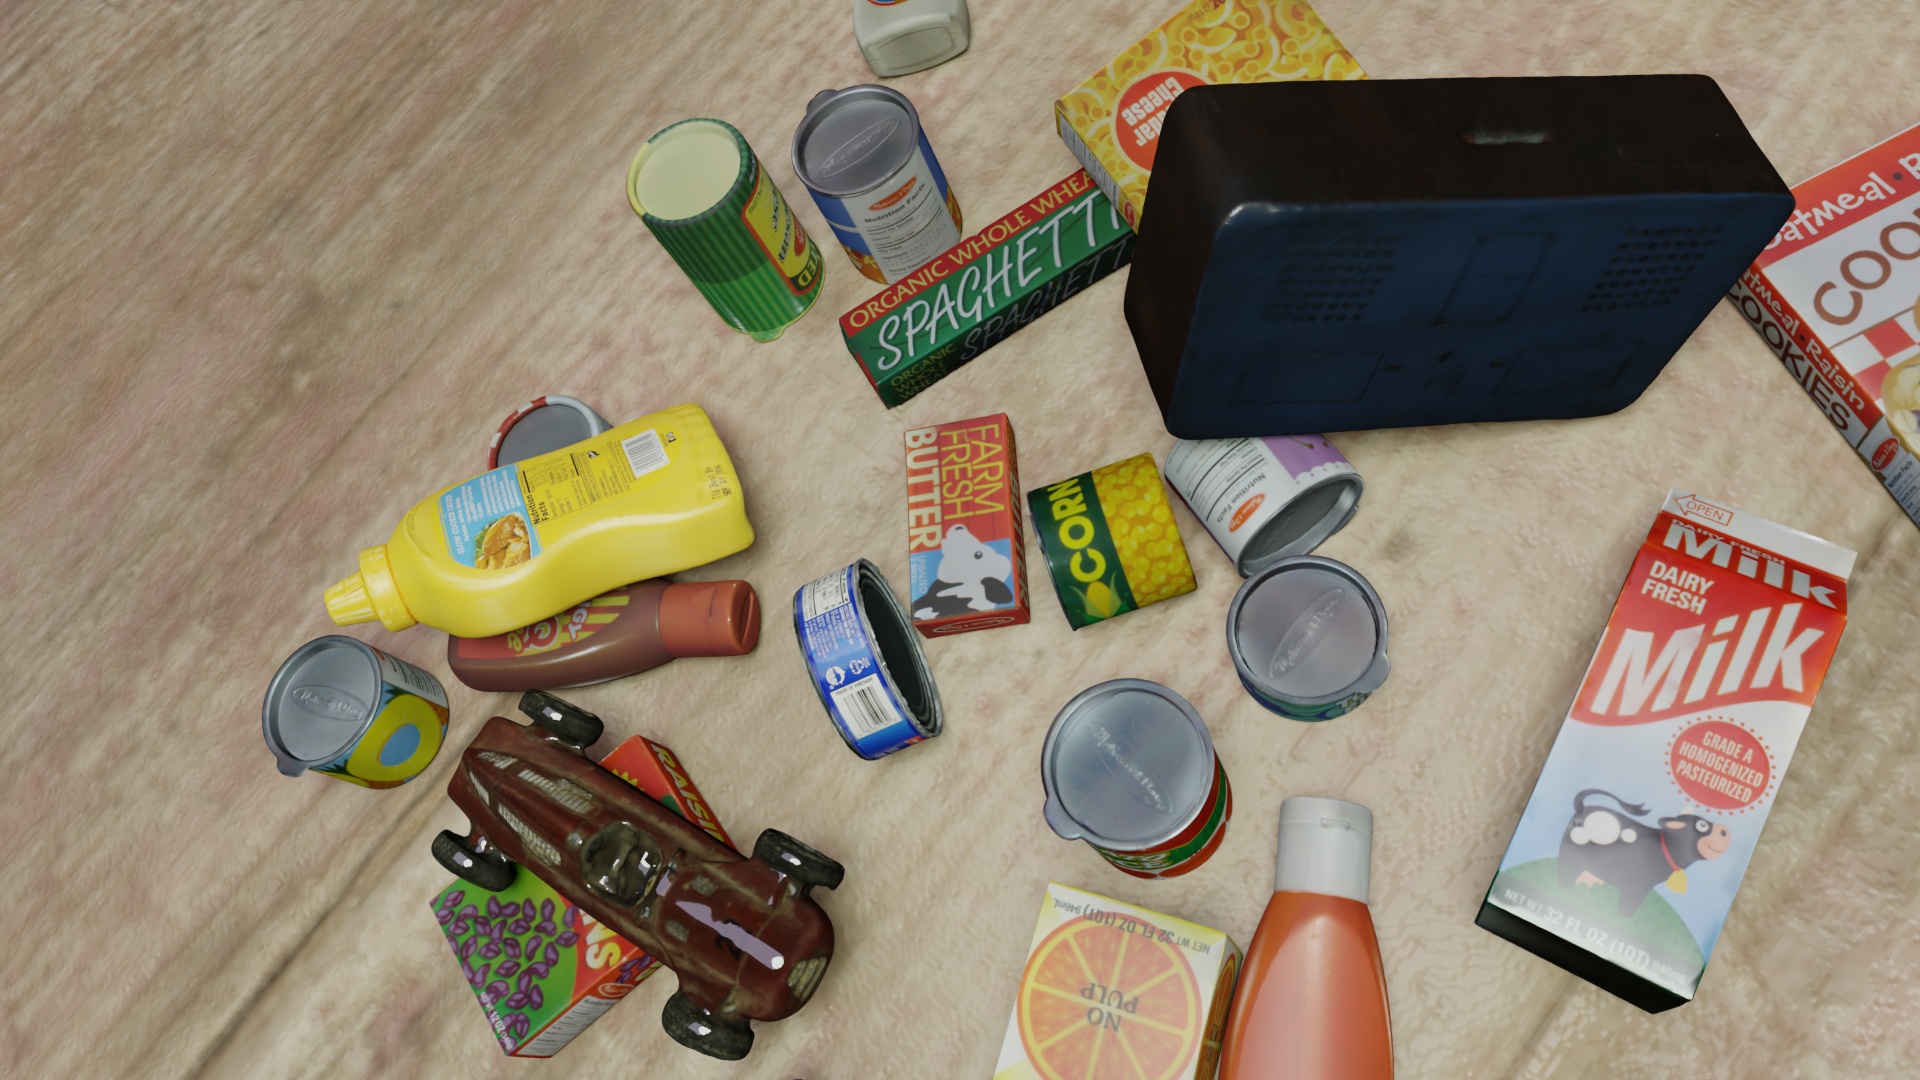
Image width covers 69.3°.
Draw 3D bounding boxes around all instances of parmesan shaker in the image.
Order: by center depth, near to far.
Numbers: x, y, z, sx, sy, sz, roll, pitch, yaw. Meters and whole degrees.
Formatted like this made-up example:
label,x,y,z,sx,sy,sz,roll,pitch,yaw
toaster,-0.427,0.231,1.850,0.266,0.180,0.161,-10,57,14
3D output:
label,x,y,z,sx,sy,sz,roll,pitch,yaw
parmesan shaker,-0.118,-0.158,0.715,0.071,0.103,0.071,-6,67,14

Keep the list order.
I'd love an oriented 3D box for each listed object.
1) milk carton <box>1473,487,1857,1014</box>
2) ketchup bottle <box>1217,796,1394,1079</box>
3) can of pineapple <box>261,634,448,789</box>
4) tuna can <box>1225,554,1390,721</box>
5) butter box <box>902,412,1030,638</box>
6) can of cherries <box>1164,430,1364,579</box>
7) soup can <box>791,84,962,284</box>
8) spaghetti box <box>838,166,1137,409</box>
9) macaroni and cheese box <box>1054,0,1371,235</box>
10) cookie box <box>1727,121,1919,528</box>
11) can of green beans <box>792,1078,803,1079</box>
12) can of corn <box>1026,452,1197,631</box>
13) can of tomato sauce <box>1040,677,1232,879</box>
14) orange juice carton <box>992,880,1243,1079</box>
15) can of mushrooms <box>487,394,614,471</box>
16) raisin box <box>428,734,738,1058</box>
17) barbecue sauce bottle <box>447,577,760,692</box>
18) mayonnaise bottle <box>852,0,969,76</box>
label,x,y,z,sx,sy,sz,roll,pitch,yaw
milk carton,0.267,0.072,0.522,0.072,0.073,0.191,25,77,24
ketchup bottle,0.135,0.175,0.533,0.065,0.043,0.149,9,70,5
can of pineapple,-0.301,0.088,0.691,0.071,0.057,0.071,-6,67,14
tuna can,0.150,0.044,0.591,0.071,0.032,0.071,-6,67,14
butter box,0.002,-0.008,0.661,0.053,0.024,0.104,-9,66,14
can of cherries,0.133,-0.026,0.609,0.071,0.071,0.058,-35,62,0
soup can,-0.042,-0.183,0.714,0.071,0.083,0.071,-6,67,14
spaghetti box,0.054,-0.153,0.704,0.250,0.028,0.050,-31,63,2
macaroni and cheese box,0.143,-0.172,0.654,0.124,0.040,0.166,-36,81,1
cookie box,0.411,-0.089,0.566,0.123,0.040,0.168,-27,64,4
can of green beans,-0.063,0.258,0.546,0.058,0.071,0.071,32,80,25
can of corn,0.067,-0.001,0.613,0.058,0.071,0.071,-19,64,8
can of tomato sauce,0.073,0.100,0.562,0.071,0.083,0.071,-6,67,14
orange juice carton,0.046,0.235,0.519,0.072,0.073,0.193,12,72,20
can of mushrooms,-0.214,-0.040,0.733,0.071,0.033,0.071,-6,67,13
raisin box,-0.166,0.161,0.632,0.123,0.040,0.086,-40,63,-1
barbecue sauce bottle,-0.173,0.041,0.681,0.148,0.043,0.065,-3,56,15
mayonnaise bottle,-0.035,-0.339,0.800,0.065,0.041,0.148,-14,65,12
